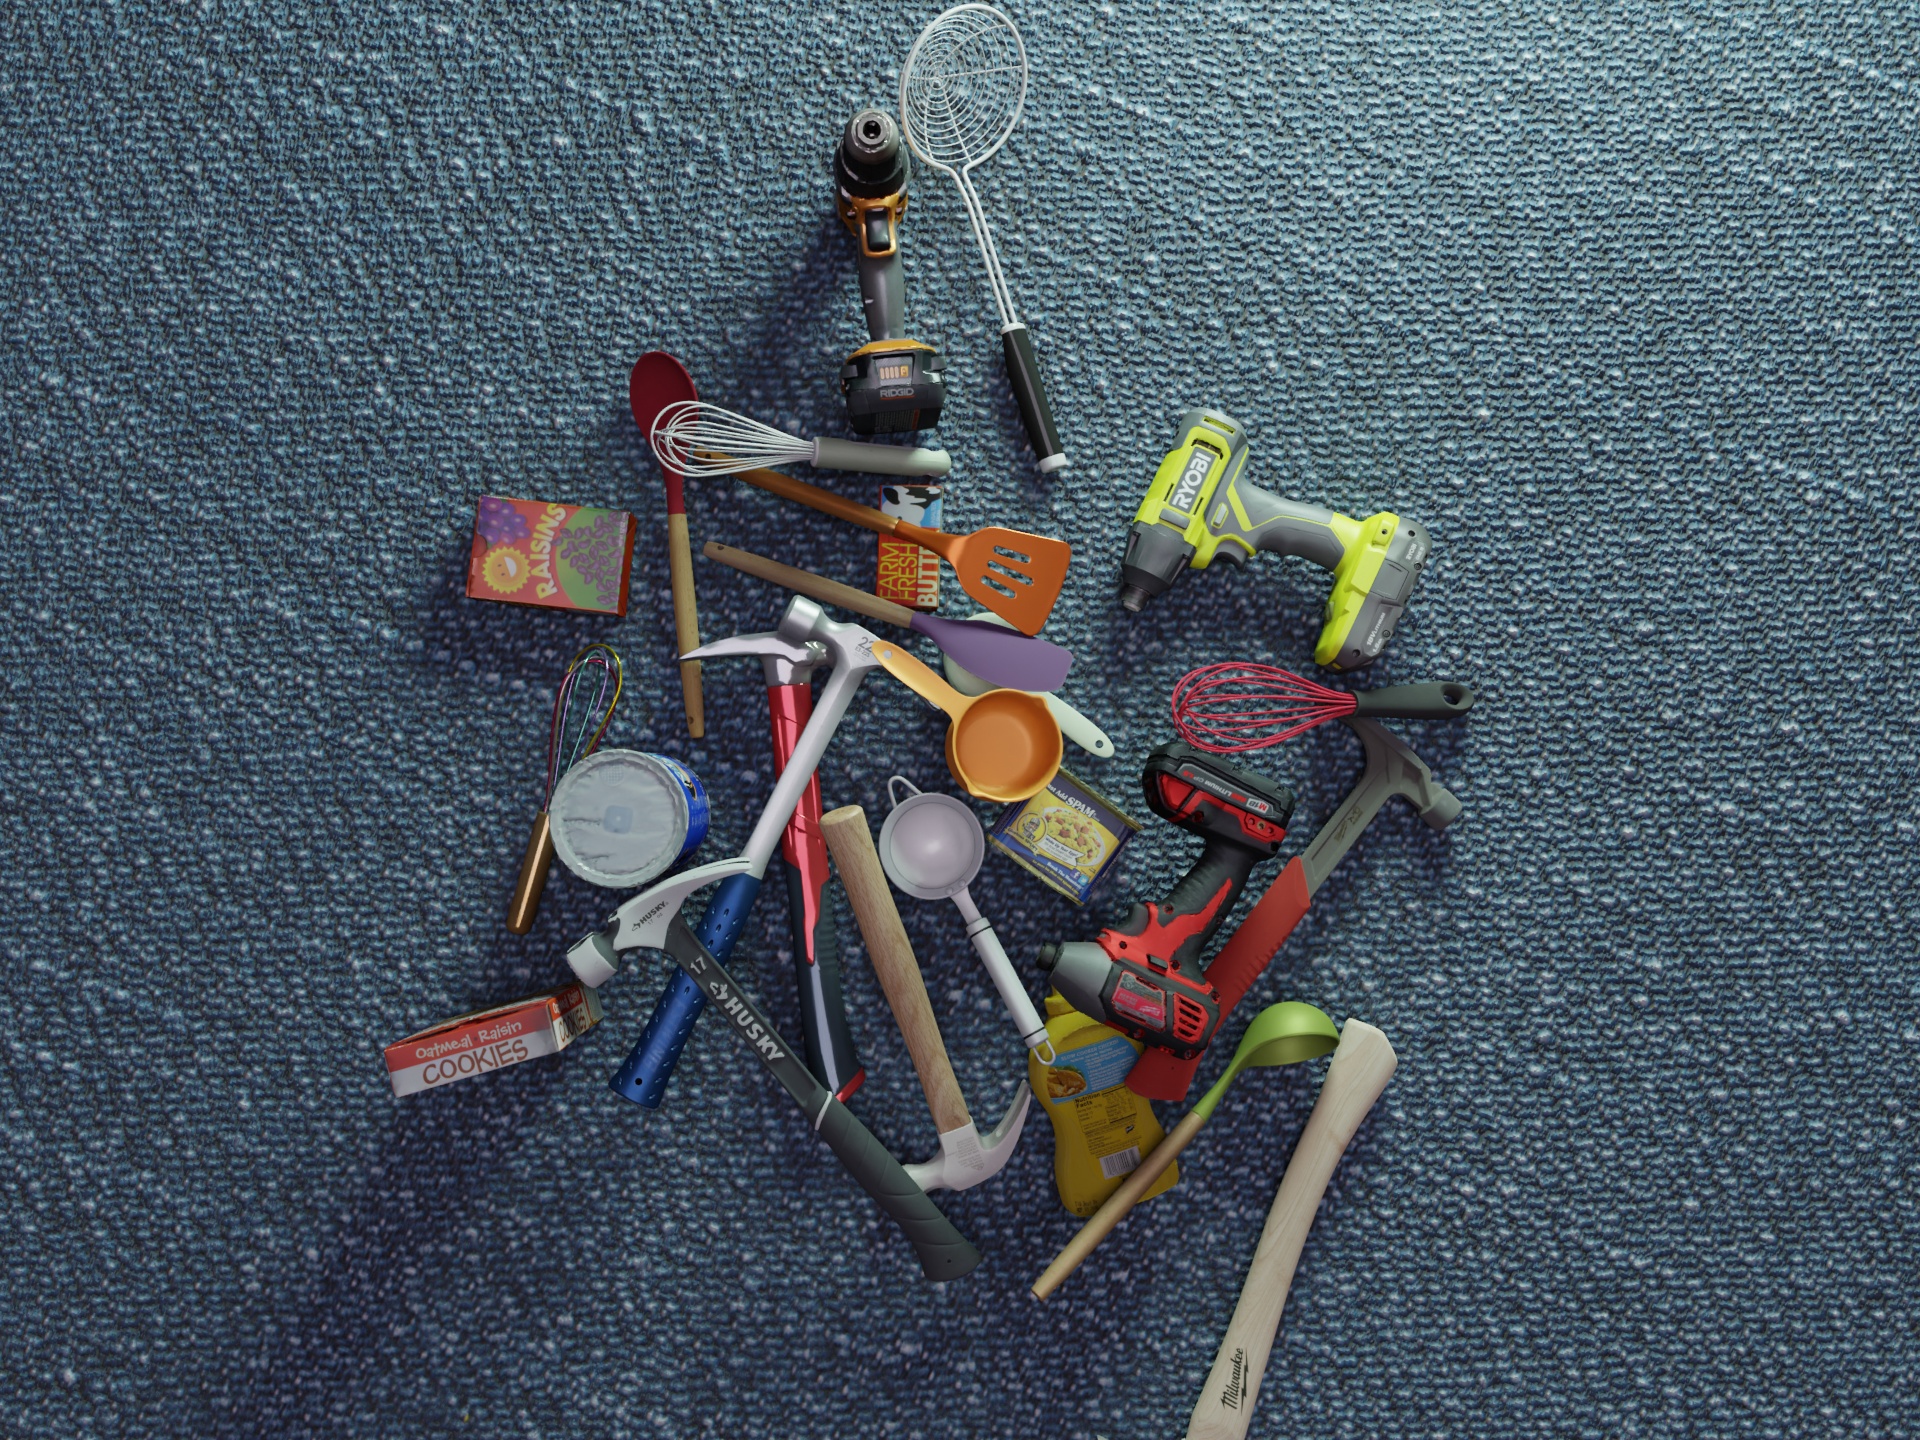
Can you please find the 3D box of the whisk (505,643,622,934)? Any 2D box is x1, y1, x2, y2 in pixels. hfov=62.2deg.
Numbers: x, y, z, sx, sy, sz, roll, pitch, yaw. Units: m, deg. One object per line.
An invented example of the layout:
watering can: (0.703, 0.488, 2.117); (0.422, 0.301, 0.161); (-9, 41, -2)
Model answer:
whisk: (-0.323, 0.056, 1.288); (0.047, 0.051, 0.245); (16, 90, -7)

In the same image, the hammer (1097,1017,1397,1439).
hammer: (0.248, 0.436, 1.294); (0.146, 0.038, 0.410); (22, 87, 1)

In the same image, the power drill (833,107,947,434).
power drill: (-0.061, -0.350, 1.241); (0.084, 0.185, 0.226); (-6, 91, -3)

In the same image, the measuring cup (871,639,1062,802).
measuring cup: (-0.002, -0.004, 1.240); (0.173, 0.052, 0.095); (37, 78, -4)

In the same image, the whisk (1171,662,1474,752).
whisk: (0.293, -0.013, 1.260); (0.295, 0.073, 0.073); (-2, 88, -26)

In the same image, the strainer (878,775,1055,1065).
strainer: (0.010, 0.160, 1.276); (0.087, 0.050, 0.258); (-30, 78, 6)

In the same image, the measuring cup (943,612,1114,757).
measuring cup: (0.060, -0.024, 1.302); (0.167, 0.038, 0.083); (38, 87, 2)

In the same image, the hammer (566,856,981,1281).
hammer: (-0.114, 0.282, 1.224); (0.149, 0.036, 0.408); (-38, 105, -4)

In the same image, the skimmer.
skimmer: (0.040, -0.386, 1.290); (0.127, 0.090, 0.363); (-18, 91, -34)

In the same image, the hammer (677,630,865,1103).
hammer: (-0.140, 0.122, 1.285); (0.143, 0.038, 0.386); (-6, 89, -11)

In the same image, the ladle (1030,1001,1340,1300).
ladle: (0.177, 0.338, 1.243); (0.062, 0.078, 0.320); (40, 70, 22)

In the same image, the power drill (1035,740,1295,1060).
power drill: (0.156, 0.134, 1.220); (0.143, 0.078, 0.220); (24, 82, -1)

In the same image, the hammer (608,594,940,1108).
hammer: (-0.157, 0.112, 1.245); (0.144, 0.035, 0.405); (27, 84, -7)

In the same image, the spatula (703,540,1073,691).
spatula: (-0.063, -0.087, 1.281); (0.316, 0.018, 0.060); (20, 54, 9)

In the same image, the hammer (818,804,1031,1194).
hammer: (-0.038, 0.221, 1.257); (0.130, 0.031, 0.331); (-20, 104, -4)

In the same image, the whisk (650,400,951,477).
whisk: (-0.125, -0.218, 1.279); (0.246, 0.058, 0.059); (2, 92, -18)

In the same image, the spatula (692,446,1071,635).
spatula: (-0.071, -0.162, 1.290); (0.323, 0.041, 0.081); (22, 90, 12)

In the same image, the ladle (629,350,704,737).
ladle: (-0.230, -0.143, 1.303); (0.069, 0.031, 0.315); (-4, 91, 32)

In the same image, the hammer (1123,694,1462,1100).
hammer: (0.246, 0.152, 1.279); (0.149, 0.036, 0.359); (41, 78, 0)

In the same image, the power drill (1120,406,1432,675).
power drill: (0.250, -0.133, 1.297); (0.223, 0.080, 0.171); (25, 87, 3)
